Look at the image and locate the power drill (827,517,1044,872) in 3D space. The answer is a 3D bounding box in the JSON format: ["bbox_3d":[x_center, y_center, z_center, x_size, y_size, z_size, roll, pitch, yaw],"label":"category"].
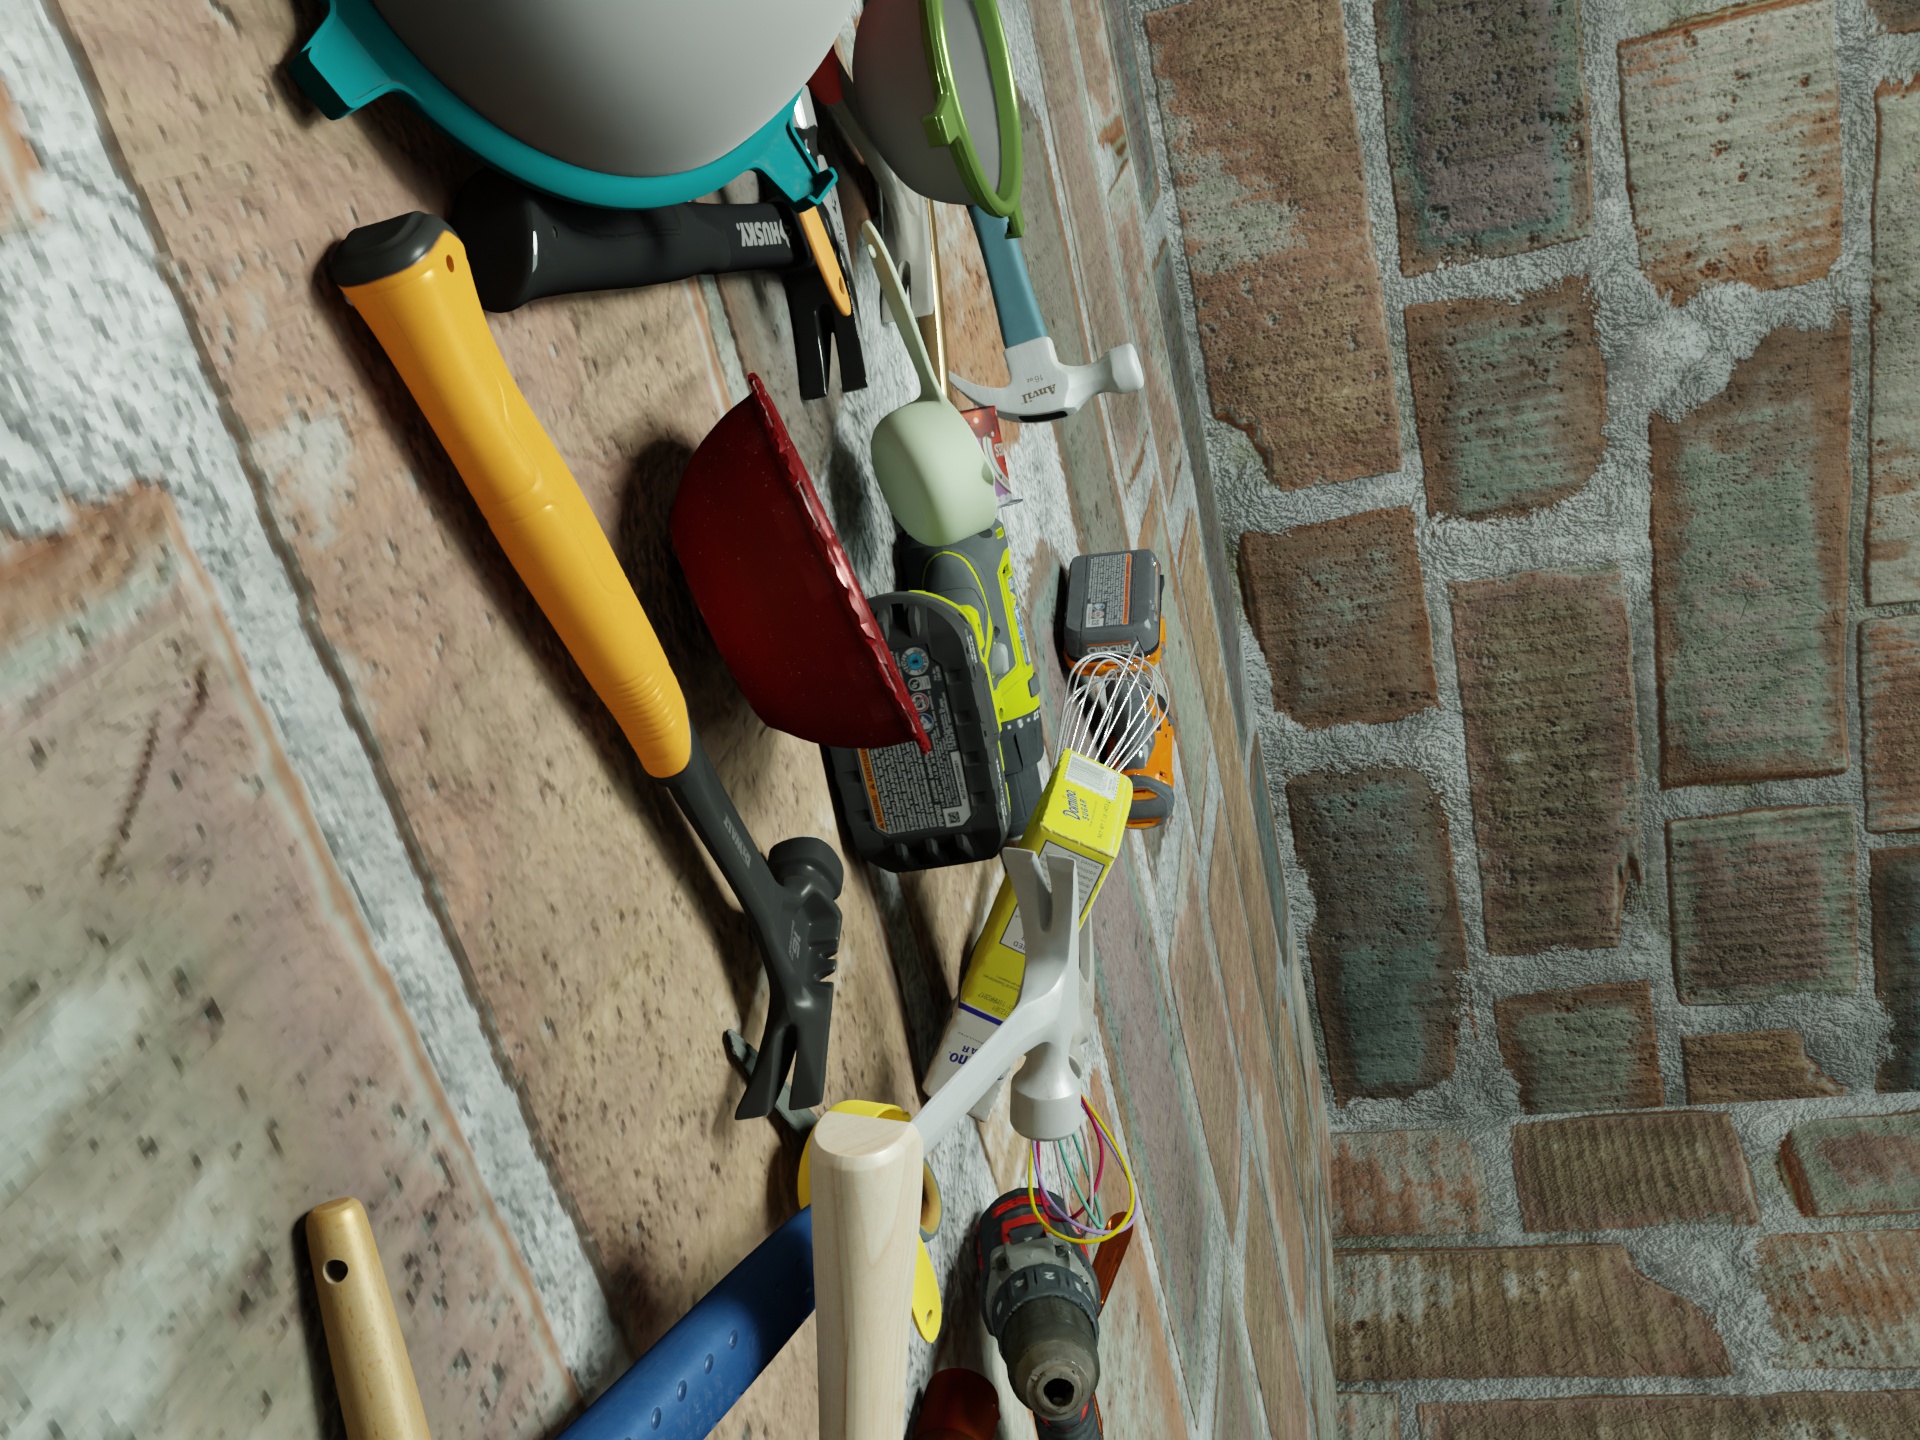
[{"bbox_3d":[-0.001,-0.003,0.854,0.228,0.080,0.190,-53,132,-72],"label":"power drill"}]

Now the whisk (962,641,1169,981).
[{"bbox_3d":[0.062,0.059,0.987,0.285,0.070,0.070,-63,146,-34],"label":"whisk"}]

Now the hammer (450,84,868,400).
[{"bbox_3d":[-0.107,-0.189,0.644,0.335,0.035,0.146,-54,133,-68],"label":"hammer"}]

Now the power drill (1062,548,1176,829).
[{"bbox_3d":[0.147,-0.037,1.393,0.164,0.084,0.226,-81,162,-47],"label":"power drill"}]

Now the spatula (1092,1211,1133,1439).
[{"bbox_3d":[0.094,0.484,1.020,0.081,0.041,0.323,47,39,-65],"label":"spatula"}]

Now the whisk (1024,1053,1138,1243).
[{"bbox_3d":[0.045,0.195,0.886,0.051,0.047,0.245,46,12,-29],"label":"whisk"}]

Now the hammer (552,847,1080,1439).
[{"bbox_3d":[-0.037,0.167,0.574,0.405,0.035,0.144,-29,123,-62],"label":"hammer"}]

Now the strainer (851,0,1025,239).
[{"bbox_3d":[-0.025,-0.386,0.836,0.151,0.069,0.256,7,75,-72],"label":"strainer"}]

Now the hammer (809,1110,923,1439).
[{"bbox_3d":[-0.034,0.327,0.514,0.146,0.038,0.410,-38,130,-71],"label":"hammer"}]

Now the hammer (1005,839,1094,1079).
[{"bbox_3d":[0.041,0.071,1.048,0.130,0.031,0.331,-68,146,-60],"label":"hammer"}]

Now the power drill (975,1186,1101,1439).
[{"bbox_3d":[0.056,0.371,0.808,0.188,0.080,0.226,-118,-163,-86],"label":"power drill"}]

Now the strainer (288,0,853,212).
[{"bbox_3d":[-0.097,-0.331,0.465,0.211,0.095,0.340,-7,95,-47],"label":"strainer"}]

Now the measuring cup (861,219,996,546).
[{"bbox_3d":[-0.031,-0.163,0.798,0.083,0.038,0.167,32,-32,58],"label":"measuring cup"}]

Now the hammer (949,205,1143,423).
[{"bbox_3d":[0.016,-0.352,1.049,0.033,0.128,0.331,19,55,-73],"label":"hammer"}]

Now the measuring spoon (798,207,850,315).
[{"bbox_3d":[-0.068,-0.237,0.720,0.021,0.011,0.116,-79,154,-50],"label":"measuring spoon"}]

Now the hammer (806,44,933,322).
[{"bbox_3d":[-0.083,-0.347,0.803,0.358,0.037,0.149,39,45,-68],"label":"hammer"}]

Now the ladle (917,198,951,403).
[{"bbox_3d":[-0.014,-0.334,1.010,0.078,0.062,0.320,-8,93,-85],"label":"ladle"}]

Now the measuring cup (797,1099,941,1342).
[{"bbox_3d":[-0.035,0.219,0.674,0.062,0.029,0.156,-61,149,-42],"label":"measuring cup"}]

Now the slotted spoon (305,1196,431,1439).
[{"bbox_3d":[-0.112,0.268,0.384,0.031,0.070,0.314,-174,-110,-86],"label":"slotted spoon"}]

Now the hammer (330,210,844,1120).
[{"bbox_3d":[-0.111,-0.008,0.534,0.127,0.034,0.336,-89,162,-48],"label":"hammer"}]
